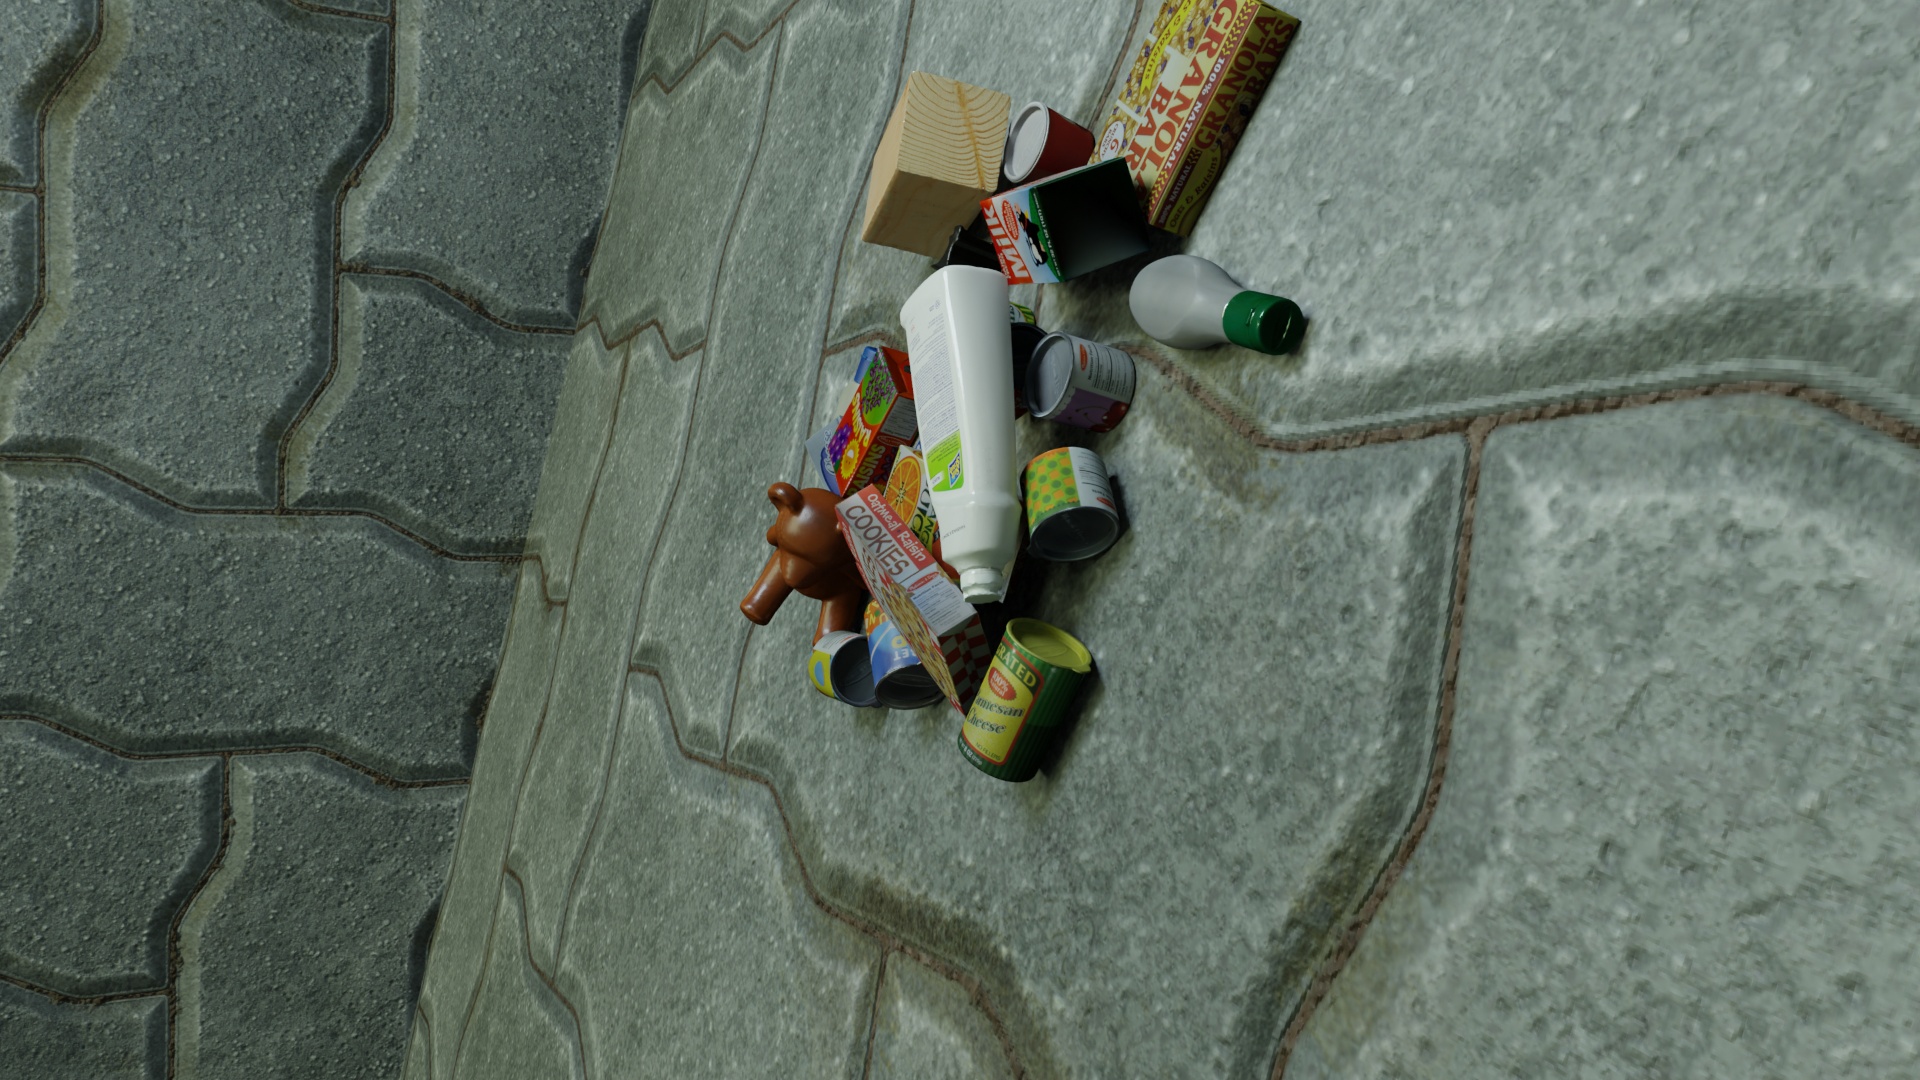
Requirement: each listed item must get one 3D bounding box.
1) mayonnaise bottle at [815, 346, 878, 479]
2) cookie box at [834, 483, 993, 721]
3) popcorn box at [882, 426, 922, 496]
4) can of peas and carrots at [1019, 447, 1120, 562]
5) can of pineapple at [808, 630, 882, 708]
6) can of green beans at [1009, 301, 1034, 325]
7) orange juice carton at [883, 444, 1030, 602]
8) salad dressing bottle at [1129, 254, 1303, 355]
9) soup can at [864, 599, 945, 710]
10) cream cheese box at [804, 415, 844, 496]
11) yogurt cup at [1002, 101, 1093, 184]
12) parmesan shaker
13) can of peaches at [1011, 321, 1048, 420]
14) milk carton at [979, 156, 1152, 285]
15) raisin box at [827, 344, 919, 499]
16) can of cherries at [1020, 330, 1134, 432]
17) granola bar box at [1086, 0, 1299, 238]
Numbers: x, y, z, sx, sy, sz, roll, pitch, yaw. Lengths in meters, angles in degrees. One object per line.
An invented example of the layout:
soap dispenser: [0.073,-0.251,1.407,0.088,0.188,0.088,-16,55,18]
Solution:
mayonnaise bottle: [-0.104,-0.125,1.432,0.065,0.041,0.147,36,110,52]
cookie box: [-0.034,0.049,1.107,0.168,0.040,0.122,50,165,39]
popcorn box: [-0.037,-0.078,1.285,0.126,0.038,0.085,-58,33,33]
can of peas and carrots: [0.077,-0.025,1.016,0.070,0.071,0.059,-50,37,41]
can of pineapple: [-0.101,0.121,1.294,0.058,0.071,0.071,4,82,63]
can of green beans: [0.023,-0.177,1.194,0.071,0.058,0.071,-34,49,53]
orange juice carton: [0.004,-0.014,1.144,0.193,0.073,0.071,39,113,60]
salad dressing bottle: [0.169,-0.154,0.927,0.148,0.044,0.064,36,109,60]
soup can: [-0.045,0.092,1.199,0.071,0.071,0.084,-53,36,39]
cream cheese box: [-0.114,-0.069,1.392,0.053,0.024,0.104,-36,70,31]
yogurt cup: [0.075,-0.326,1.164,0.072,0.054,0.072,-34,50,53]
parmesan shaker: [0.047,0.119,1.015,0.102,0.071,0.071,-67,29,20]
can of peaches: [0.043,-0.134,1.131,0.058,0.071,0.071,-32,51,54]
milk carton: [0.071,-0.242,1.069,0.191,0.073,0.072,-146,35,-72]
raisin box: [-0.076,-0.106,1.288,0.122,0.040,0.086,-59,32,29]
can of cherries: [0.088,-0.118,1.047,0.071,0.058,0.072,-31,53,54]
granola bar box: [0.163,-0.322,1.013,0.164,0.039,0.125,-64,30,25]
